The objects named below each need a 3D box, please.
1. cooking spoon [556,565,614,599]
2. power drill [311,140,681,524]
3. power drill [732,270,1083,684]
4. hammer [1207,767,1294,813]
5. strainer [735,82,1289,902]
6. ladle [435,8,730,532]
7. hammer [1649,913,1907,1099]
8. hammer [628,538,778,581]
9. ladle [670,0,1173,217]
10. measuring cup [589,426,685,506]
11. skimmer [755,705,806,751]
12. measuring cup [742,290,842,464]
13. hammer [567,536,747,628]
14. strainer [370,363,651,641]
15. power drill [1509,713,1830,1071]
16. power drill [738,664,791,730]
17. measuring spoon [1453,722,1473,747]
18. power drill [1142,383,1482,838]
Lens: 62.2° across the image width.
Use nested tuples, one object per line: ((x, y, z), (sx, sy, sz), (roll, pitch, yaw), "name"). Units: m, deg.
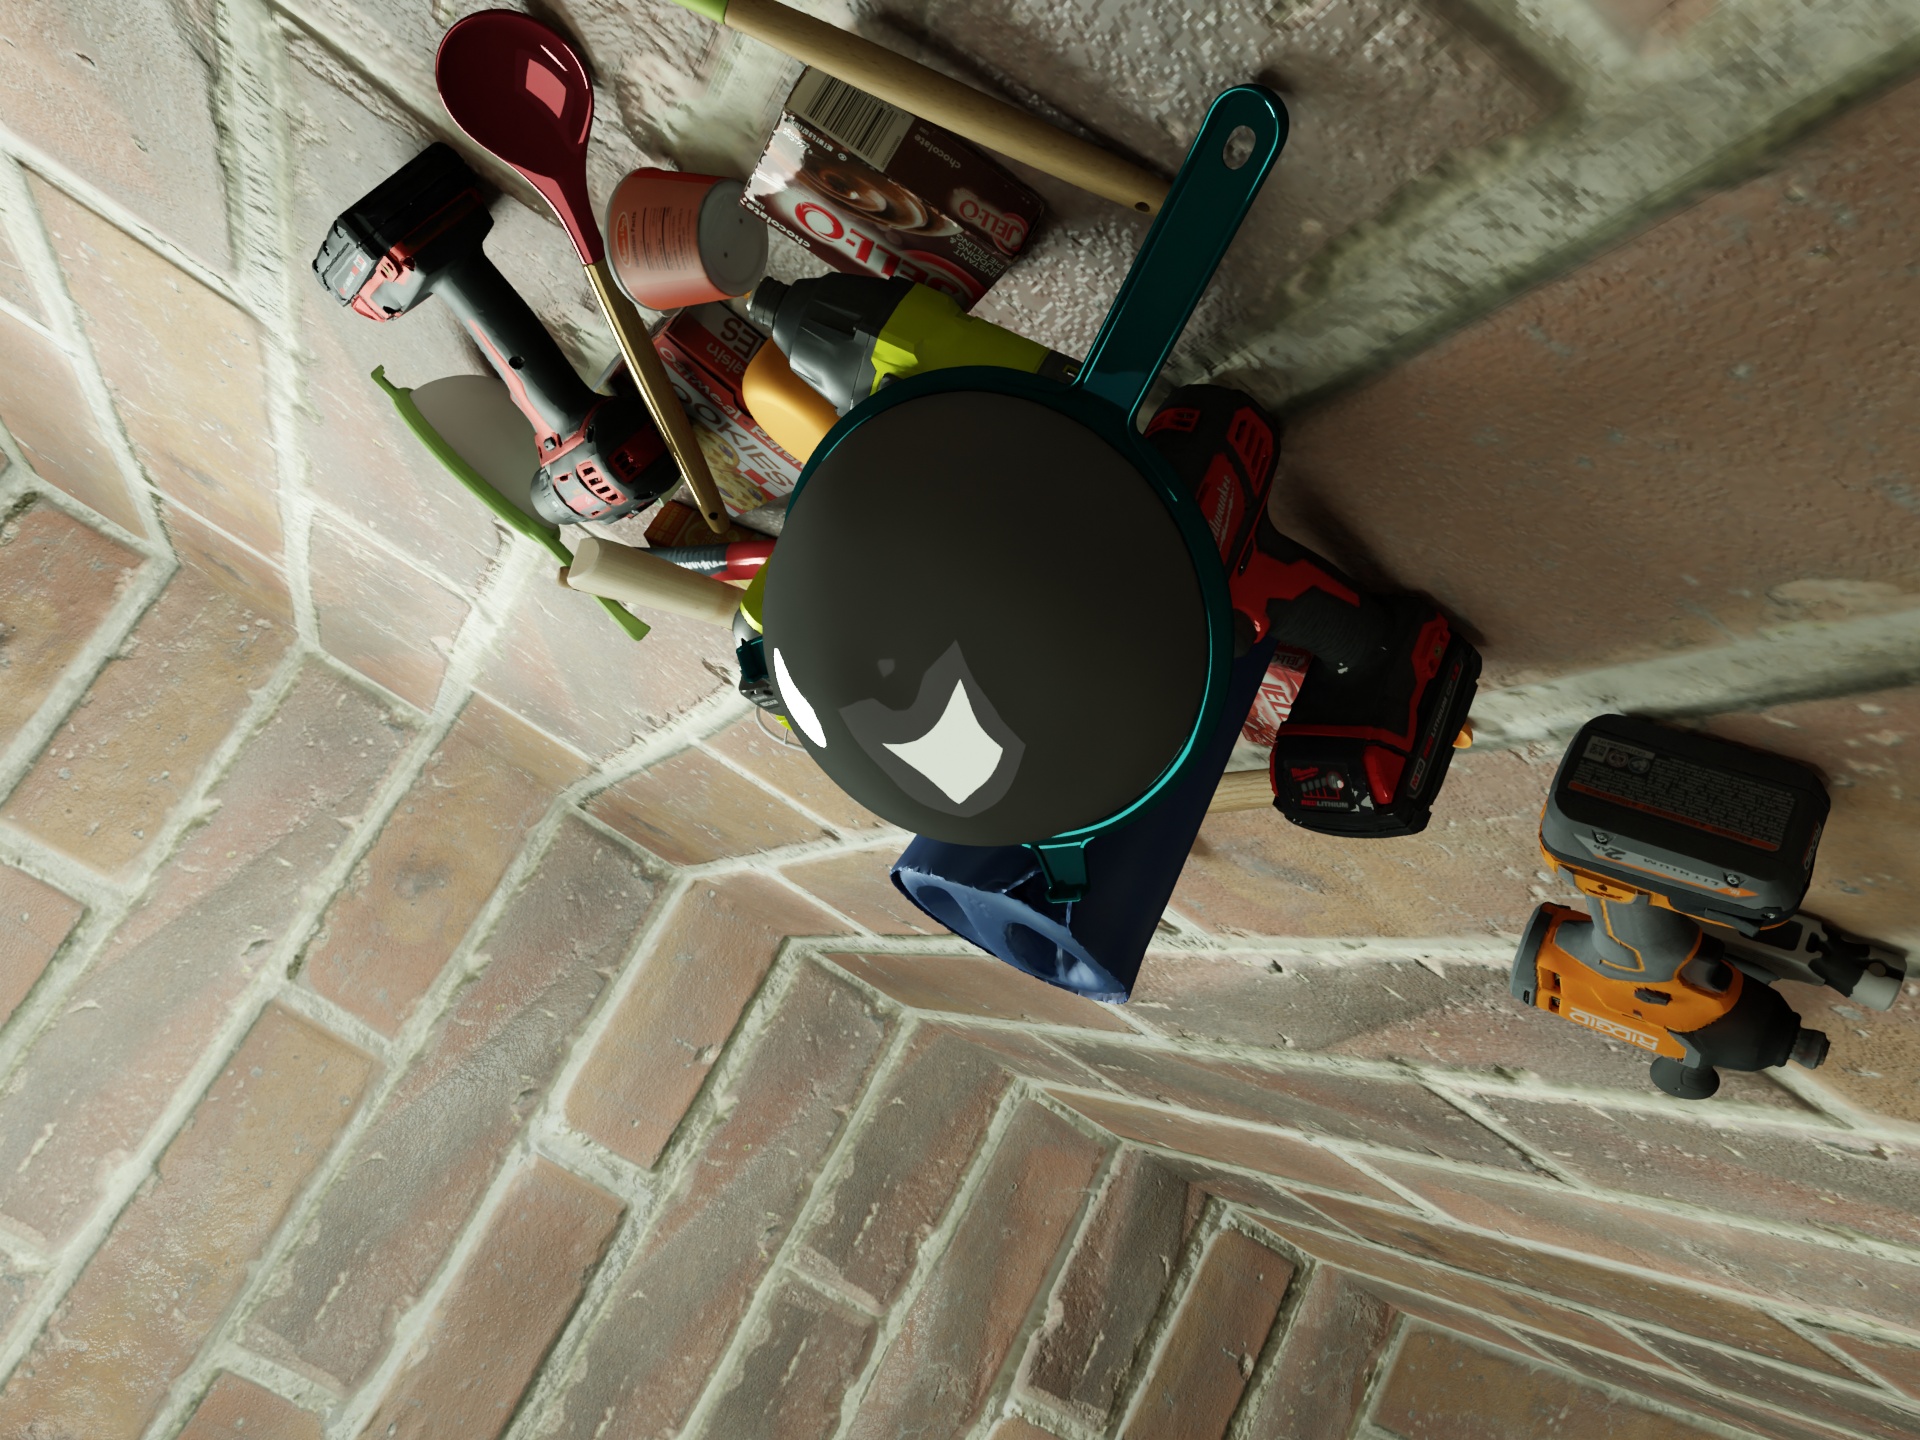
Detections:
((-0.119, -0.067, 1.101), (0.318, 0.017, 0.069), (11, 174, -22), "cooking spoon")
((-0.272, -0.209, 0.950), (0.226, 0.080, 0.188), (49, 157, -19), "power drill")
((-0.031, -0.099, 0.750), (0.171, 0.080, 0.223), (24, 139, 3), "power drill")
((0.144, 0.052, 1.094), (0.130, 0.031, 0.331), (19, 162, -36), "hammer")
((0.021, -0.076, 0.604), (0.211, 0.095, 0.340), (36, 125, 11), "strainer")
((-0.178, -0.217, 0.822), (0.069, 0.031, 0.315), (-14, 135, 6), "ladle")
((0.480, 0.186, 1.020), (0.146, 0.035, 0.334), (21, 161, 23), "hammer")
((-0.126, -0.102, 1.068), (0.143, 0.038, 0.386), (23, 166, -41), "hammer")
((-0.058, -0.270, 0.605), (0.320, 0.062, 0.078), (23, 161, -3), "ladle")
((-0.244, -0.206, 1.083), (0.168, 0.038, 0.083), (39, 171, 31), "measuring cup")
((-0.008, 0.060, 1.341), (0.363, 0.090, 0.127), (37, -166, -30), "skimmer")
((-0.107, -0.194, 0.842), (0.173, 0.052, 0.095), (36, 168, -12), "measuring cup")
((-0.052, -0.044, 1.047), (0.410, 0.038, 0.146), (15, 164, -4), "hammer")
((-0.286, -0.162, 1.109), (0.256, 0.069, 0.151), (45, -177, 15), "strainer")
((0.378, 0.106, 0.828), (0.164, 0.084, 0.226), (19, 150, 28), "power drill")
((-0.002, -0.003, 0.960), (0.190, 0.080, 0.228), (-12, 143, 39), "power drill")
((0.238, -0.008, 0.906), (0.117, 0.011, 0.021), (20, 155, 37), "measuring spoon")
((0.145, -0.038, 0.746), (0.219, 0.143, 0.078), (38, 158, -32), "power drill")
